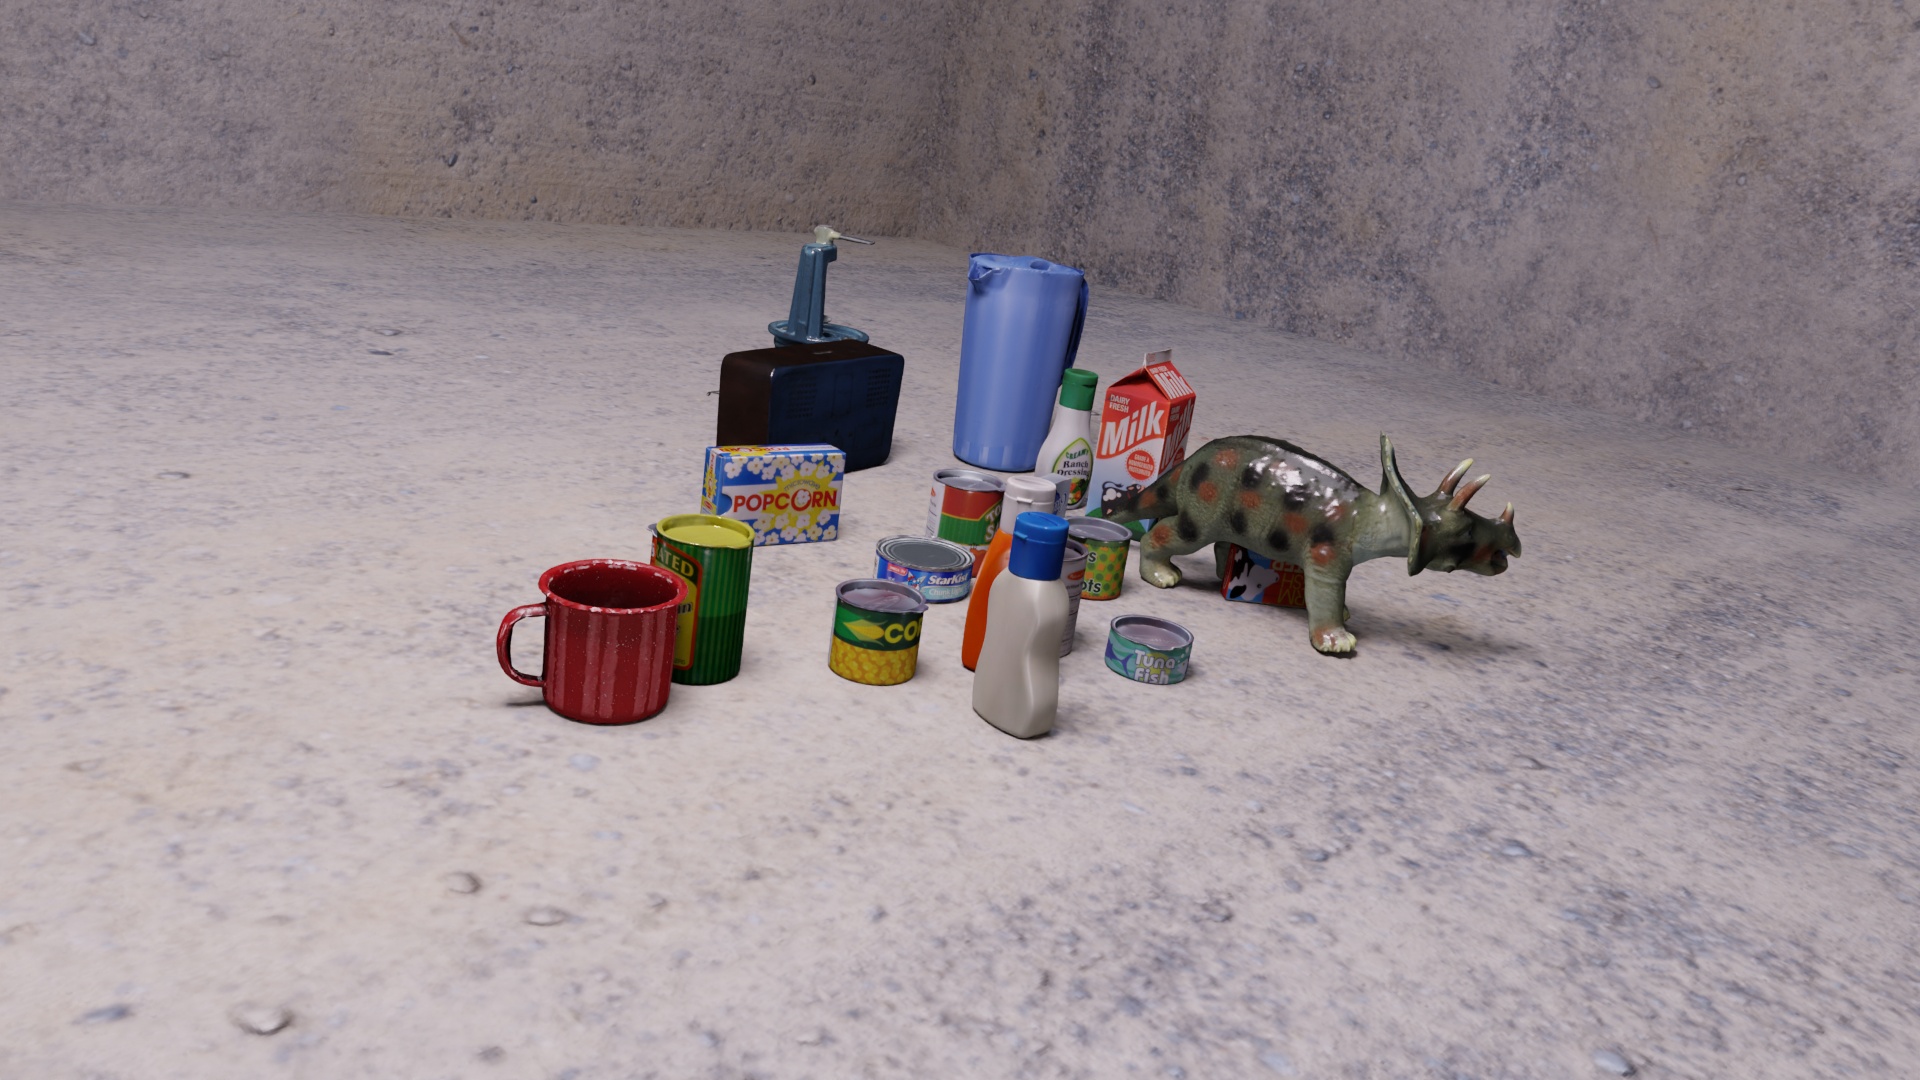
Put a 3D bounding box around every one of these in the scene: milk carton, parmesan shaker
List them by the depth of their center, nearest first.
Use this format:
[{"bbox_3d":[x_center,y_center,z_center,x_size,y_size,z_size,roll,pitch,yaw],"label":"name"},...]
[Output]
[{"bbox_3d":[-0.178,0.041,0.955,0.071,0.102,0.071,8,17,-2],"label":"parmesan shaker"},{"bbox_3d":[0.188,-0.102,1.428,0.073,0.189,0.072,18,19,27],"label":"milk carton"}]

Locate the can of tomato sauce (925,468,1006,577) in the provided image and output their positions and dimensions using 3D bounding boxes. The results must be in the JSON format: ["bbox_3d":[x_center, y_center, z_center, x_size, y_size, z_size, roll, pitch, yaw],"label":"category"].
[{"bbox_3d":[0.004,-0.016,1.251,0.071,0.082,0.071,8,17,-2],"label":"can of tomato sauce"}]

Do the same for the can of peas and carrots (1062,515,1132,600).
[{"bbox_3d":[0.115,0.016,1.244,0.071,0.058,0.071,8,17,-2],"label":"can of peas and carrots"}]

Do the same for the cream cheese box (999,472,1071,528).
[{"bbox_3d":[0.074,-0.033,1.385,0.024,0.053,0.104,18,20,28],"label":"cream cheese box"}]

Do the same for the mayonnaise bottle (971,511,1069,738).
[{"bbox_3d":[0.045,0.055,0.941,0.041,0.147,0.065,-6,22,-39],"label":"mayonnaise bottle"}]

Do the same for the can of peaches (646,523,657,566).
[{"bbox_3d":[-0.210,0.021,1.076,0.071,0.058,0.071,8,17,-2],"label":"can of peaches"}]

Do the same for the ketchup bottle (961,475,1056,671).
[{"bbox_3d":[0.041,0.028,1.024,0.065,0.148,0.044,12,18,12],"label":"ketchup bottle"}]

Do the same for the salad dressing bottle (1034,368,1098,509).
[{"bbox_3d":[0.117,-0.109,1.487,0.064,0.147,0.044,-2,20,-30],"label":"salad dressing bottle"}]

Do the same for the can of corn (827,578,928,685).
[{"bbox_3d":[-0.059,0.066,1.006,0.071,0.058,0.071,8,17,-2],"label":"can of corn"}]

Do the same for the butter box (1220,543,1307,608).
[{"bbox_3d":[0.297,0.033,1.286,0.103,0.053,0.024,7,17,-6],"label":"butter box"}]

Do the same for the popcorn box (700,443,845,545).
[{"bbox_3d":[-0.168,-0.041,1.245,0.127,0.085,0.038,-4,21,-36],"label":"popcorn box"}]

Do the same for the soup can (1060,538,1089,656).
[{"bbox_3d":[0.060,0.042,1.097,0.071,0.083,0.071,8,17,-2],"label":"soup can"}]

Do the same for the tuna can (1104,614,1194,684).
[{"bbox_3d":[0.147,0.086,1.085,0.071,0.032,0.071,8,18,-2],"label":"tuna can"}]
